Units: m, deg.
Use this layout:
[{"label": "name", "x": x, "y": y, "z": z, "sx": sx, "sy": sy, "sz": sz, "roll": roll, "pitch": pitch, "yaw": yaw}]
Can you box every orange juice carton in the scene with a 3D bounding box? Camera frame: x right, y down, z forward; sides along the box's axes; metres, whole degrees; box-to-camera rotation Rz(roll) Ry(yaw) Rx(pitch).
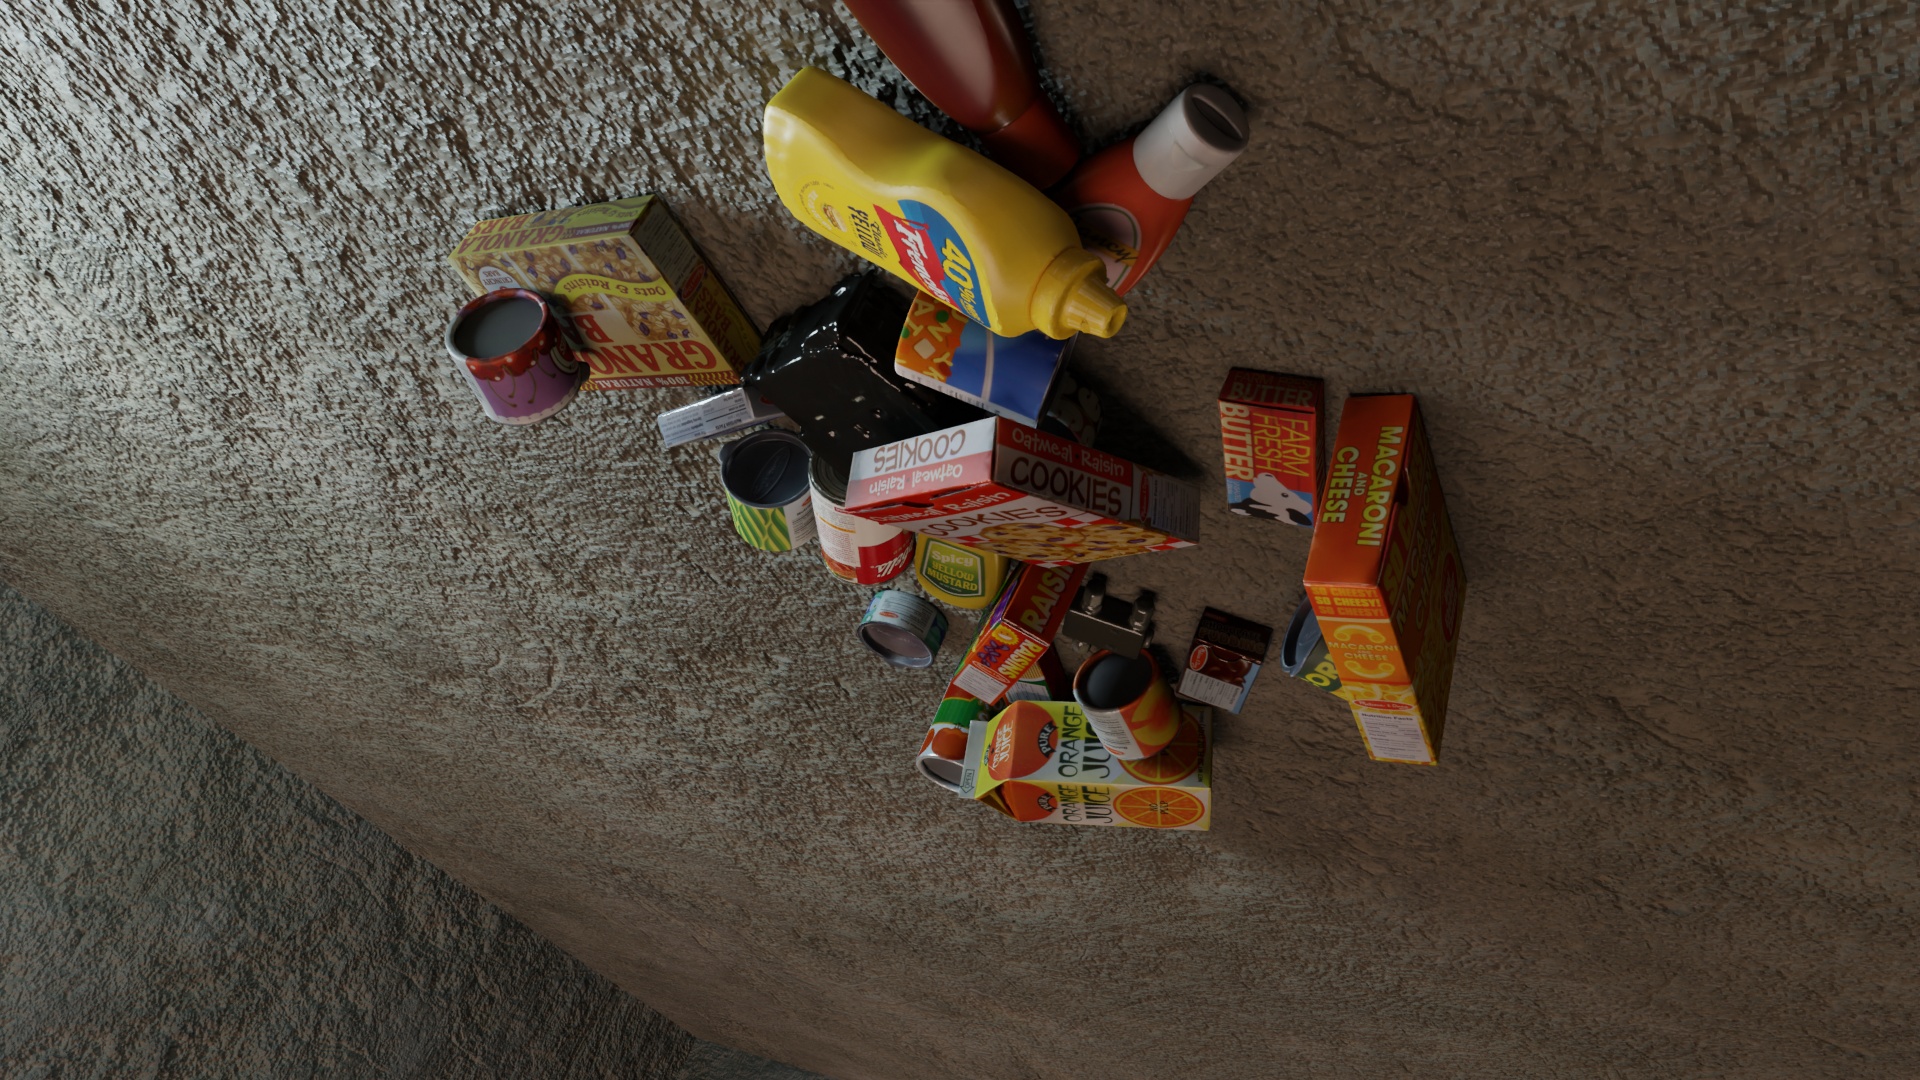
[{"label": "orange juice carton", "x": 0.097, "y": 0.173, "z": 1.075, "sx": 0.193, "sy": 0.072, "sz": 0.072, "roll": 1, "pitch": 143, "yaw": 10}]

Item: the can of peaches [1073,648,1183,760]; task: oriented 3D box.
[{"label": "can of peaches", "x": 0.124, "y": 0.116, "z": 1.018, "sx": 0.071, "sy": 0.071, "sz": 0.058, "roll": 0, "pitch": 137, "yaw": 35}]

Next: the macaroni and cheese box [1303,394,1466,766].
[{"label": "macaroni and cheese box", "x": 0.230, "y": 0.023, "z": 0.736, "sx": 0.040, "sy": 0.124, "sz": 0.165, "roll": 1, "pitch": 142, "yaw": 30}]

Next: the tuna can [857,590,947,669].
[{"label": "tuna can", "x": -0.045, "y": 0.072, "z": 1.104, "sx": 0.071, "sy": 0.033, "sz": 0.070, "roll": 18, "pitch": 149, "yaw": 11}]

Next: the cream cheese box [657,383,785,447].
[{"label": "cream cheese box", "x": -0.148, "y": -0.085, "z": 0.910, "sx": 0.103, "sy": 0.053, "sz": 0.024, "roll": -11, "pitch": 95, "yaw": 45}]

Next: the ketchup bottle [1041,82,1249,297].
[{"label": "ketchup bottle", "x": 0.075, "y": -0.155, "z": 0.648, "sx": 0.064, "sy": 0.044, "sz": 0.148, "roll": 36, "pitch": 148, "yaw": -12}]

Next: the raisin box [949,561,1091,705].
[{"label": "raisin box", "x": 0.042, "y": 0.052, "z": 0.956, "sx": 0.040, "sy": 0.086, "sz": 0.122, "roll": 31, "pitch": 150, "yaw": -2}]

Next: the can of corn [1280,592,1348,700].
[{"label": "can of corn", "x": 0.237, "y": 0.064, "z": 0.849, "sx": 0.058, "sy": 0.071, "sz": 0.071, "roll": 26, "pitch": 150, "yaw": -3}]

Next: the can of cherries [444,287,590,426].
[{"label": "can of cherries", "x": -0.275, "y": -0.116, "z": 0.864, "sx": 0.071, "sy": 0.072, "sz": 0.058, "roll": 13, "pitch": 146, "yaw": 20}]

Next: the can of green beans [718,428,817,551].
[{"label": "can of green beans", "x": -0.129, "y": -0.034, "z": 0.964, "sx": 0.071, "sy": 0.071, "sz": 0.057, "roll": 18, "pitch": 150, "yaw": 11}]

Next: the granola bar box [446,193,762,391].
[{"label": "granola bar box", "x": -0.222, "y": -0.151, "z": 0.875, "sx": 0.165, "sy": 0.039, "sz": 0.123, "roll": 2, "pitch": 142, "yaw": 33}]

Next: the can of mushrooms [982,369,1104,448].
[{"label": "can of mushrooms", "x": 0.049, "y": -0.069, "z": 0.812, "sx": 0.071, "sy": 0.033, "sz": 0.070, "roll": 17, "pitch": 150, "yaw": 10}]

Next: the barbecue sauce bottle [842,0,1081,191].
[{"label": "barbecue sauce bottle", "x": 0.000, "y": -0.217, "z": 0.605, "sx": 0.065, "sy": 0.044, "sz": 0.148, "roll": -8, "pitch": 137, "yaw": 39}]

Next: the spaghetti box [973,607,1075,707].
[{"label": "spaghetti box", "x": 0.067, "y": 0.138, "z": 1.130, "sx": 0.050, "sy": 0.029, "sz": 0.249, "roll": 9, "pitch": 146, "yaw": 25}]

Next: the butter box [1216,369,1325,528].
[{"label": "butter box", "x": 0.172, "y": -0.049, "z": 0.764, "sx": 0.053, "sy": 0.024, "sz": 0.103, "roll": 12, "pitch": 148, "yaw": 22}]

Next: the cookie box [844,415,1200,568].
[{"label": "cookie box", "x": 0.037, "y": -0.023, "z": 0.801, "sx": 0.167, "sy": 0.040, "sz": 0.122, "roll": 15, "pitch": 163, "yaw": -40}]

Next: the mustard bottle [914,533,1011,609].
[{"label": "mustard bottle", "x": 0.003, "y": -0.012, "z": 0.921, "sx": 0.065, "sy": 0.049, "sz": 0.159, "roll": 18, "pitch": 150, "yaw": 9}]

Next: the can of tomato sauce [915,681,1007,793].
[{"label": "can of tomato sauce", "x": 0.010, "y": 0.160, "z": 1.153, "sx": 0.071, "sy": 0.083, "sz": 0.071, "roll": 18, "pitch": 150, "yaw": 11}]

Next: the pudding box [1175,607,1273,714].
[{"label": "pudding box", "x": 0.182, "y": 0.085, "z": 0.963, "sx": 0.050, "sy": 0.030, "sz": 0.083, "roll": 20, "pitch": 150, "yaw": 11}]

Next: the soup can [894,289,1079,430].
[{"label": "soup can", "x": 0.016, "y": -0.107, "z": 0.747, "sx": 0.084, "sy": 0.072, "sz": 0.071, "roll": 23, "pitch": 150, "yaw": 5}]
